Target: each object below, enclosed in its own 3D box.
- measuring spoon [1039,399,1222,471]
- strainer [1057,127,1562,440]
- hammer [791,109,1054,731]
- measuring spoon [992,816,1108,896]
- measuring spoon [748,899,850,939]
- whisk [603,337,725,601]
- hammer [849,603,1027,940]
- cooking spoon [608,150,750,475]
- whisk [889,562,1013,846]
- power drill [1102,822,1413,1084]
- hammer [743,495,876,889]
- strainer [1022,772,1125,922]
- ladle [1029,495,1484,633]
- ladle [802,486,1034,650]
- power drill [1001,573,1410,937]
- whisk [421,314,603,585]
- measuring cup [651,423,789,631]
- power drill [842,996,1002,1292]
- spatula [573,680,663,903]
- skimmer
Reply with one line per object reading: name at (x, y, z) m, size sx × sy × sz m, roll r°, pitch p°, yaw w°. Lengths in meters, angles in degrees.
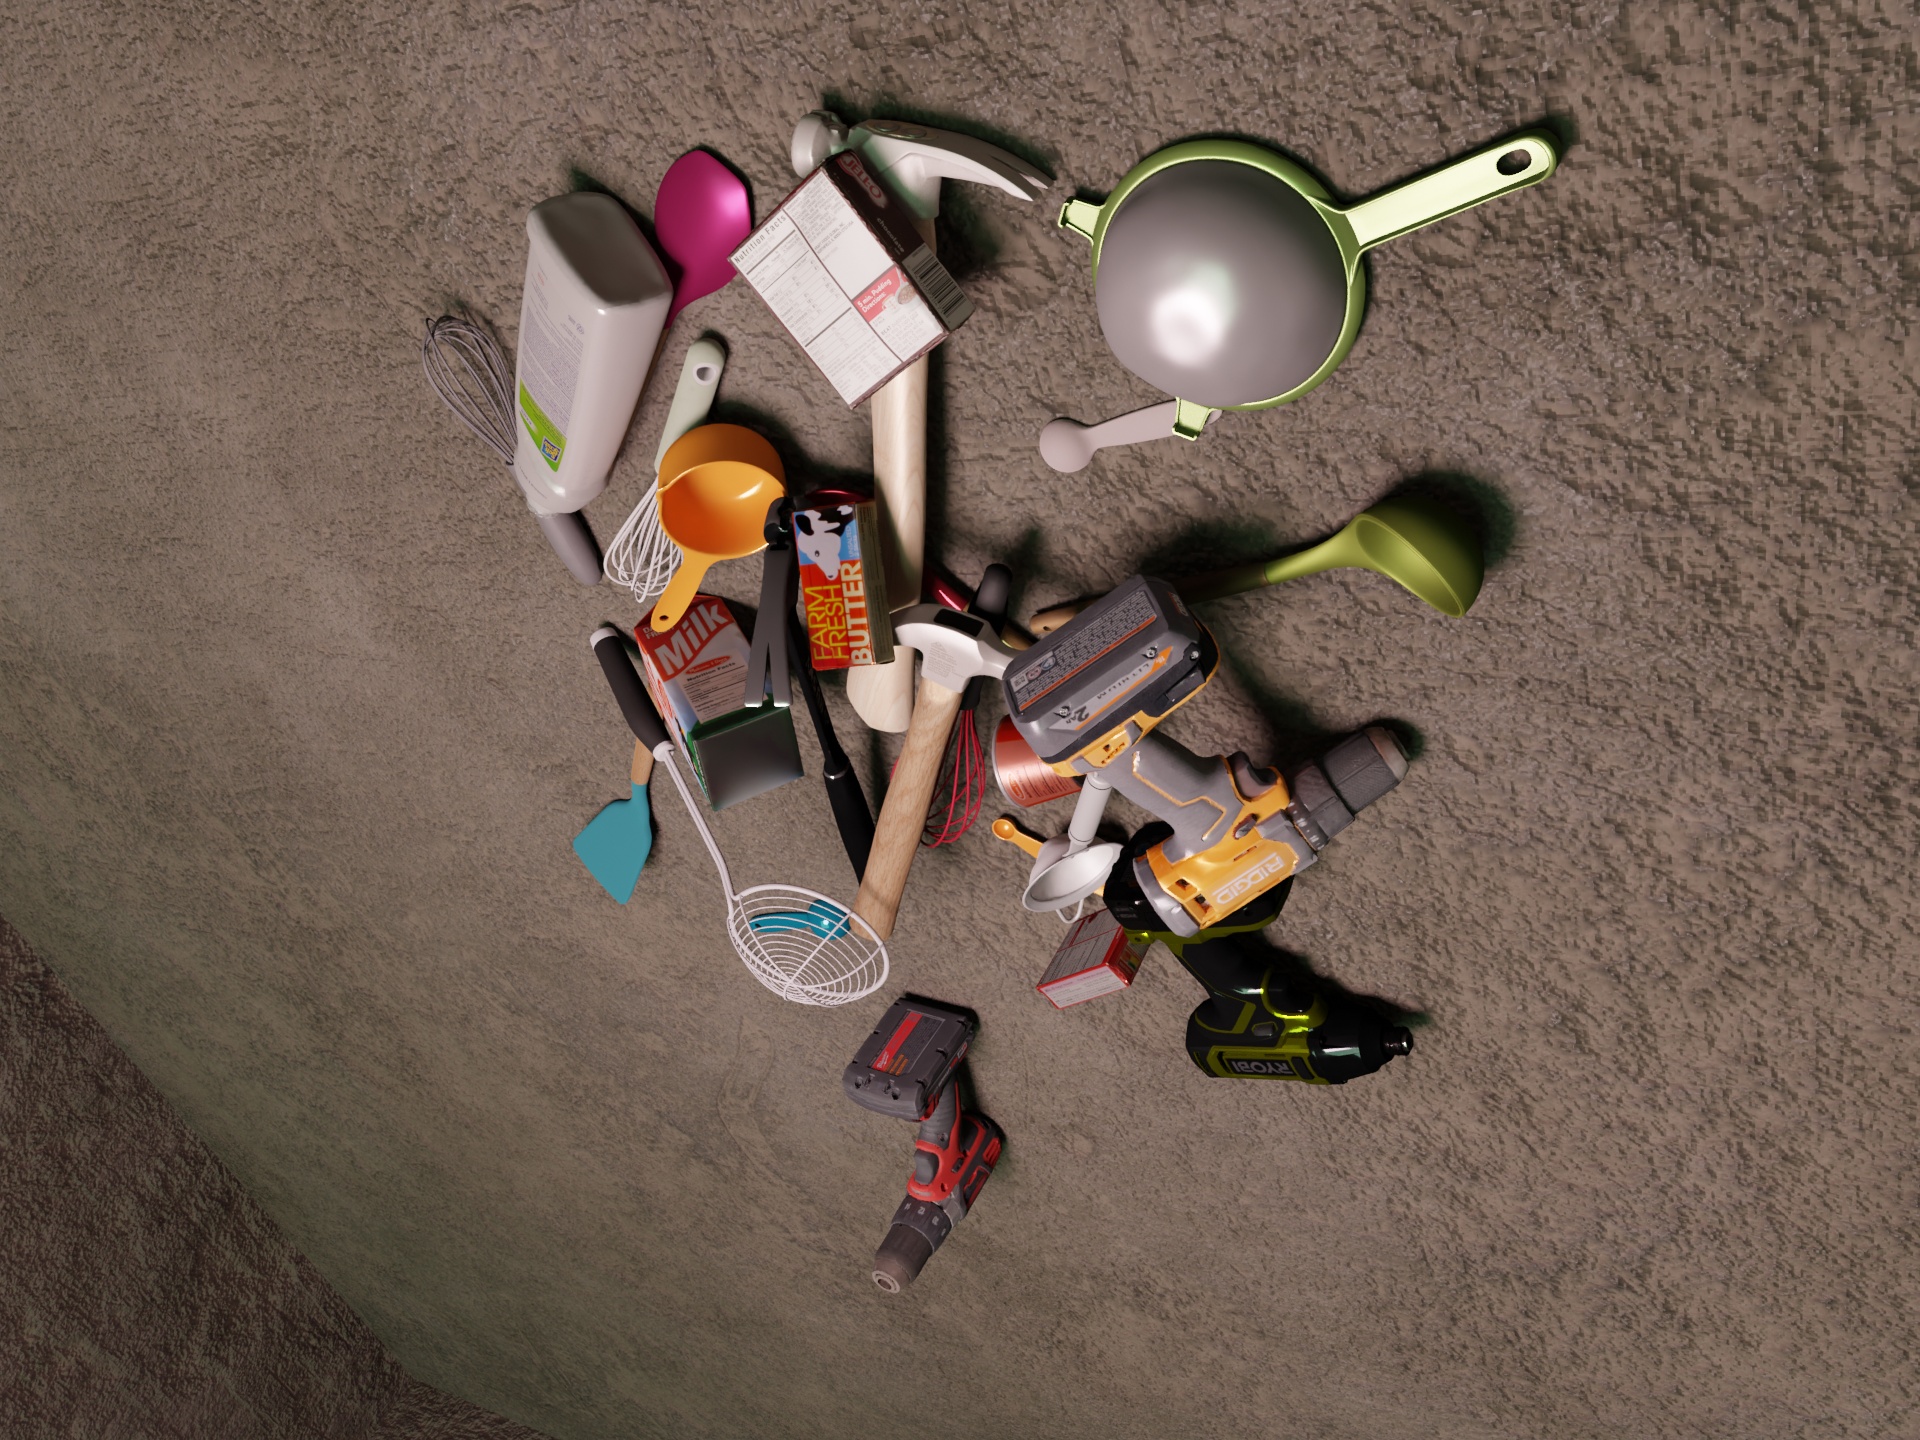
measuring spoon at (0.097, -0.168, 0.932) m, size 0.124 × 0.018 × 0.034 m, roll -8°, pitch 124°, yaw 38°
strainer at (0.166, -0.224, 0.787) m, size 0.256 × 0.069 × 0.151 m, roll -12°, pitch 120°, yaw 42°
hammer at (-0.030, -0.157, 0.984) m, size 0.146 × 0.038 × 0.410 m, roll 18°, pitch 131°, yaw 18°
measuring spoon at (0.077, 0.106, 1.222) m, size 0.117 × 0.011 × 0.021 m, roll 30°, pitch 130°, yaw 2°
measuring spoon at (-0.154, 0.189, 1.450) m, size 0.128 × 0.021 × 0.042 m, roll -11°, pitch 122°, yaw 40°
whisk at (-0.205, -0.172, 1.120) m, size 0.057 × 0.059 × 0.246 m, roll 5°, pitch 141°, yaw -22°
hammer at (-0.036, 0.047, 1.104) m, size 0.130 × 0.031 × 0.331 m, roll 26°, pitch 136°, yaw 7°
cooking spoon at (-0.208, -0.249, 1.062) m, size 0.069 × 0.017 × 0.318 m, roll 39°, pitch 140°, yaw -1°
whisk at (-0.002, -0.004, 1.102) m, size 0.073 × 0.073 × 0.295 m, roll 28°, pitch 141°, yaw 9°
power drill at (0.214, 0.176, 1.147) m, size 0.171 × 0.080 × 0.223 m, roll -8°, pitch 128°, yaw 39°
hammer at (-0.093, 0.028, 1.162) m, size 0.036 × 0.149 × 0.408 m, roll 0°, pitch 145°, yaw 8°
strainer at (0.085, 0.079, 1.120) m, size 0.258 × 0.087 × 0.050 m, roll 99°, pitch 147°, yaw -64°
ladle at (0.160, -0.074, 0.952) m, size 0.320 × 0.062 × 0.078 m, roll -10°, pitch 137°, yaw 43°
ladle at (0.023, -0.061, 1.082) m, size 0.315 × 0.031 × 0.069 m, roll 36°, pitch 140°, yaw -4°
power drill at (0.154, 0.016, 0.962) m, size 0.185 × 0.084 × 0.226 m, roll -34°, pitch 123°, yaw 12°
whisk at (-0.328, -0.195, 1.181) m, size 0.055 × 0.055 × 0.238 m, roll 3°, pitch 135°, yaw 32°
measuring cup at (-0.180, -0.133, 1.100) m, size 0.095 × 0.052 × 0.173 m, roll 13°, pitch 137°, yaw -27°
power drill at (-0.038, 0.387, 1.442) m, size 0.080 × 0.188 × 0.226 m, roll 10°, pitch 130°, yaw 29°
spatula at (-0.283, 0.041, 1.379) m, size 0.082 × 0.044 × 0.317 m, roll 46°, pitch 142°, yaw 19°
skimmer at (-0.180, 0.066, 1.243) m, size 0.364 × 0.090 × 0.127 m, roll 58°, pitch 144°, yaw 23°
